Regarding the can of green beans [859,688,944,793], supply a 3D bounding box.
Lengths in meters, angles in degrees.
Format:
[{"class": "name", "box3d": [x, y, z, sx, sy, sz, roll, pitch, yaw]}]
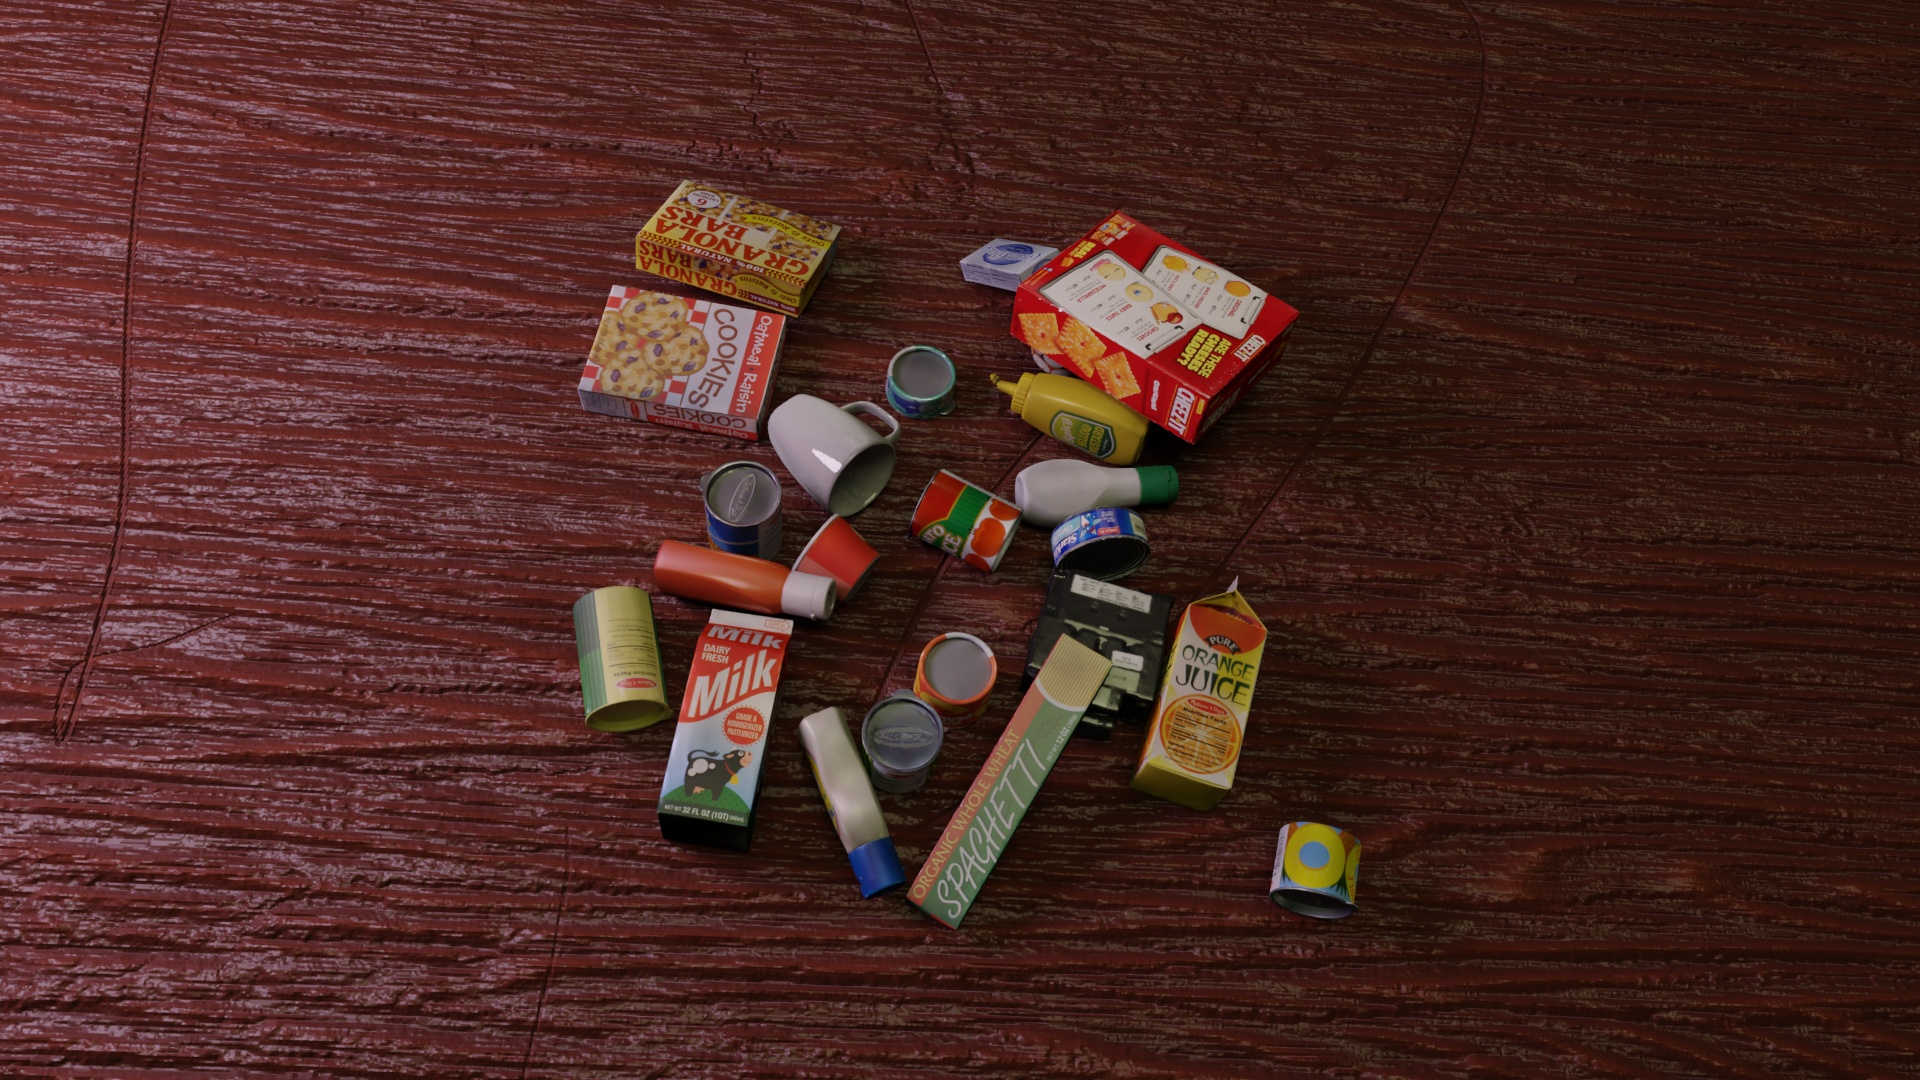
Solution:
[{"class": "can of green beans", "box3d": [-0.049, 0.167, 1.136, 0.071, 0.057, 0.071, 3, 62, -5]}]

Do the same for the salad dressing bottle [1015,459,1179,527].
[{"class": "salad dressing bottle", "box3d": [0.126, -0.046, 1.282, 0.148, 0.043, 0.064, -5, 62, -11]}]

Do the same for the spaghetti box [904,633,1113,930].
[{"class": "spaghetti box", "box3d": [0.040, 0.192, 1.114, 0.050, 0.028, 0.250, 30, 79, 8]}]

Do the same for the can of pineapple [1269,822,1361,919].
[{"class": "can of pineapple", "box3d": [0.289, 0.267, 1.121, 0.071, 0.070, 0.058, 16, 61, 2]}]

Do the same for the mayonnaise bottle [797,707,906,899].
[{"class": "mayonnaise bottle", "box3d": [-0.087, 0.210, 1.108, 0.041, 0.064, 0.148, -20, 70, -13]}]

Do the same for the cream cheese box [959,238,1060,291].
[{"class": "cream cheese box", "box3d": [0.050, -0.272, 1.373, 0.053, 0.024, 0.104, -36, 33, -21]}]

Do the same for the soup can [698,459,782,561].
[{"class": "soup can", "box3d": [-0.190, -0.022, 1.205, 0.071, 0.083, 0.071, 3, 62, -6]}]

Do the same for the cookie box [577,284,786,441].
[{"class": "cookie box", "box3d": [-0.256, -0.166, 1.300, 0.167, 0.040, 0.123, 10, 61, -1]}]

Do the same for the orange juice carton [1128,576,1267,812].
[{"class": "orange juice carton", "box3d": [0.207, 0.125, 1.184, 0.073, 0.071, 0.193, 18, 62, 3]}]

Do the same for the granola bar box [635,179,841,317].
[{"class": "granola bar box", "box3d": [-0.214, -0.284, 1.348, 0.166, 0.038, 0.125, 17, 42, 2]}]

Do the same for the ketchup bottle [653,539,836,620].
[{"class": "ketchup bottle", "box3d": [-0.181, 0.037, 1.176, 0.149, 0.064, 0.044, 11, 67, 8]}]

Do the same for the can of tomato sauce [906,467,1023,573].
[{"class": "can of tomato sauce", "box3d": [0.004, -0.016, 1.237, 0.083, 0.071, 0.071, 26, 62, 6]}]

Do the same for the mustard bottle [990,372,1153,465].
[{"class": "mustard bottle", "box3d": [0.100, -0.123, 1.310, 0.160, 0.065, 0.049, 21, 53, 10]}]

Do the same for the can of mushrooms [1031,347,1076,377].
[{"class": "can of mushrooms", "box3d": [0.102, -0.196, 1.365, 0.071, 0.033, 0.071, 3, 62, -6]}]

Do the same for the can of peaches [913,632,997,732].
[{"class": "can of peaches", "box3d": [-0.005, 0.120, 1.168, 0.071, 0.057, 0.071, 3, 61, -6]}]

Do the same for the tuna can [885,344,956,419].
[{"class": "tuna can", "box3d": [-0.036, -0.150, 1.322, 0.071, 0.032, 0.071, 3, 62, -5]}]

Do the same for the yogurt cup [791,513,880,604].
[{"class": "yogurt cup", "box3d": [-0.106, 0.019, 1.207, 0.054, 0.072, 0.073, 36, 64, 3]}]

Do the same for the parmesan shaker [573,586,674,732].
[{"class": "parmesan shaker", "box3d": [-0.277, 0.098, 1.142, 0.071, 0.071, 0.103, -9, 63, -12]}]

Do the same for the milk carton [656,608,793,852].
[{"class": "milk carton", "box3d": [-0.187, 0.145, 1.122, 0.072, 0.073, 0.191, 9, 61, -3]}]
